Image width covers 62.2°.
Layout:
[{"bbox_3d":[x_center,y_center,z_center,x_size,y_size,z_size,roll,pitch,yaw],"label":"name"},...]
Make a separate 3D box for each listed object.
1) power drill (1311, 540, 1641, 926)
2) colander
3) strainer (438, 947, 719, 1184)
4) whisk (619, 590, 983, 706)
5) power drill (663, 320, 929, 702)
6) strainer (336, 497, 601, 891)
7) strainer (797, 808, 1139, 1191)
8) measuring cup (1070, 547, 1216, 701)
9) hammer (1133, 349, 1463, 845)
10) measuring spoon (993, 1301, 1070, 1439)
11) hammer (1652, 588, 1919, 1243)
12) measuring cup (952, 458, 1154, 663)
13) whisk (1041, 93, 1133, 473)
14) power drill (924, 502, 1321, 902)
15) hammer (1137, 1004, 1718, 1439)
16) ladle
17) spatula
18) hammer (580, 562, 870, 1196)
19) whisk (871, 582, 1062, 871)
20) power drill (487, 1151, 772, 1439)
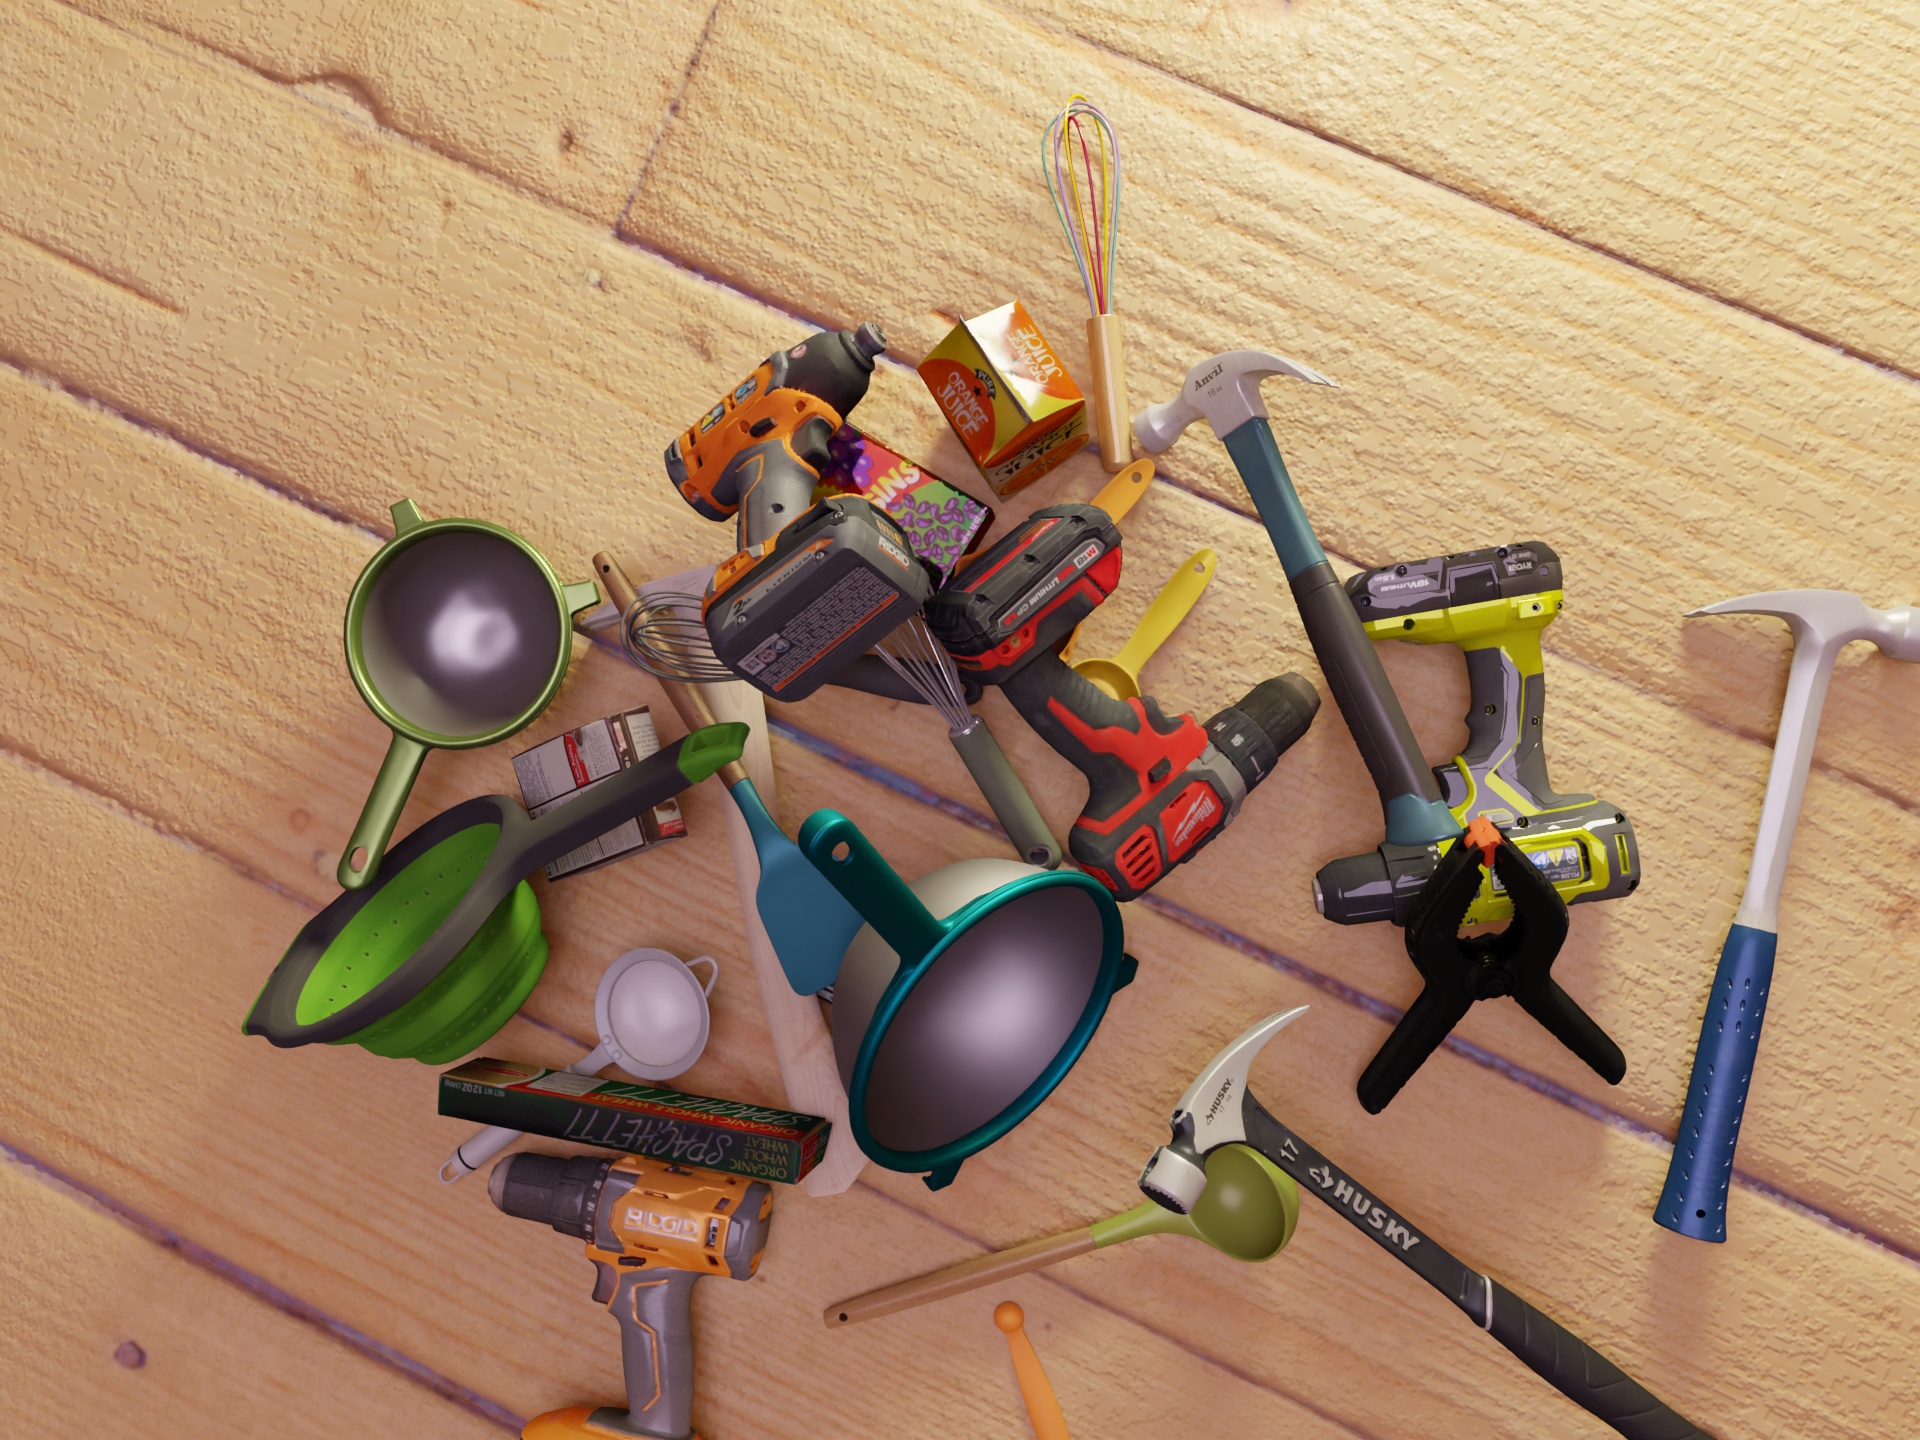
[{"bbox_3d":[0.302,0.015,0.985,0.190,0.080,0.228,-9,90,6],"label":"power drill"},{"bbox_3d":[-0.266,0.116,0.984,0.397,0.205,0.094,-27,118,23],"label":"colander"},{"bbox_3d":[-0.251,0.231,1.054,0.258,0.050,0.087,-37,78,9],"label":"strainer"},{"bbox_3d":[-0.095,-0.039,1.005,0.238,0.055,0.055,10,89,-21],"label":"whisk"},{"bbox_3d":[-0.093,-0.138,0.952,0.164,0.084,0.227,-37,45,18],"label":"power drill"},{"bbox_3d":[-0.344,-0.007,1.056,0.151,0.069,0.256,24,92,4],"label":"strainer"},{"bbox_3d":[-0.030,0.127,0.919,0.211,0.340,0.095,-46,50,-10],"label":"strainer"},{"bbox_3d":[0.116,-0.049,1.035,0.062,0.029,0.156,38,80,-2],"label":"measuring cup"},{"bbox_3d":[0.214,-0.076,0.956,0.128,0.033,0.331,-33,70,39],"label":"hammer"},{"bbox_3d":[0.048,0.434,1.030,0.021,0.011,0.117,-21,86,5],"label":"measuring spoon"},{"bbox_3d":[0.486,0.116,0.982,0.144,0.035,0.405,13,90,6],"label":"hammer"},{"bbox_3d":[0.062,-0.099,1.026,0.095,0.052,0.173,43,87,2],"label":"measuring cup"},{"bbox_3d":[0.087,-0.283,1.033,0.051,0.047,0.245,-6,91,5],"label":"whisk"},{"bbox_3d":[0.106,-0.025,0.972,0.188,0.080,0.226,-40,108,-12],"label":"power drill"},{"bbox_3d":[0.302,0.335,0.962,0.409,0.036,0.149,38,67,-5],"label":"hammer"},{"bbox_3d":[0.059,0.340,1.011,0.320,0.062,0.078,-20,85,8],"label":"ladle"},{"bbox_3d":[-0.152,0.022,1.014,0.082,0.044,0.318,-34,76,4],"label":"spatula"},{"bbox_3d":[-0.137,0.102,1.032,0.146,0.038,0.411,-14,82,7],"label":"hammer"},{"bbox_3d":[-0.002,-0.003,1.003,0.058,0.059,0.246,-28,106,12],"label":"whisk"},{"bbox_3d":[-0.230,0.394,1.029,0.185,0.084,0.226,9,85,7],"label":"power drill"}]
